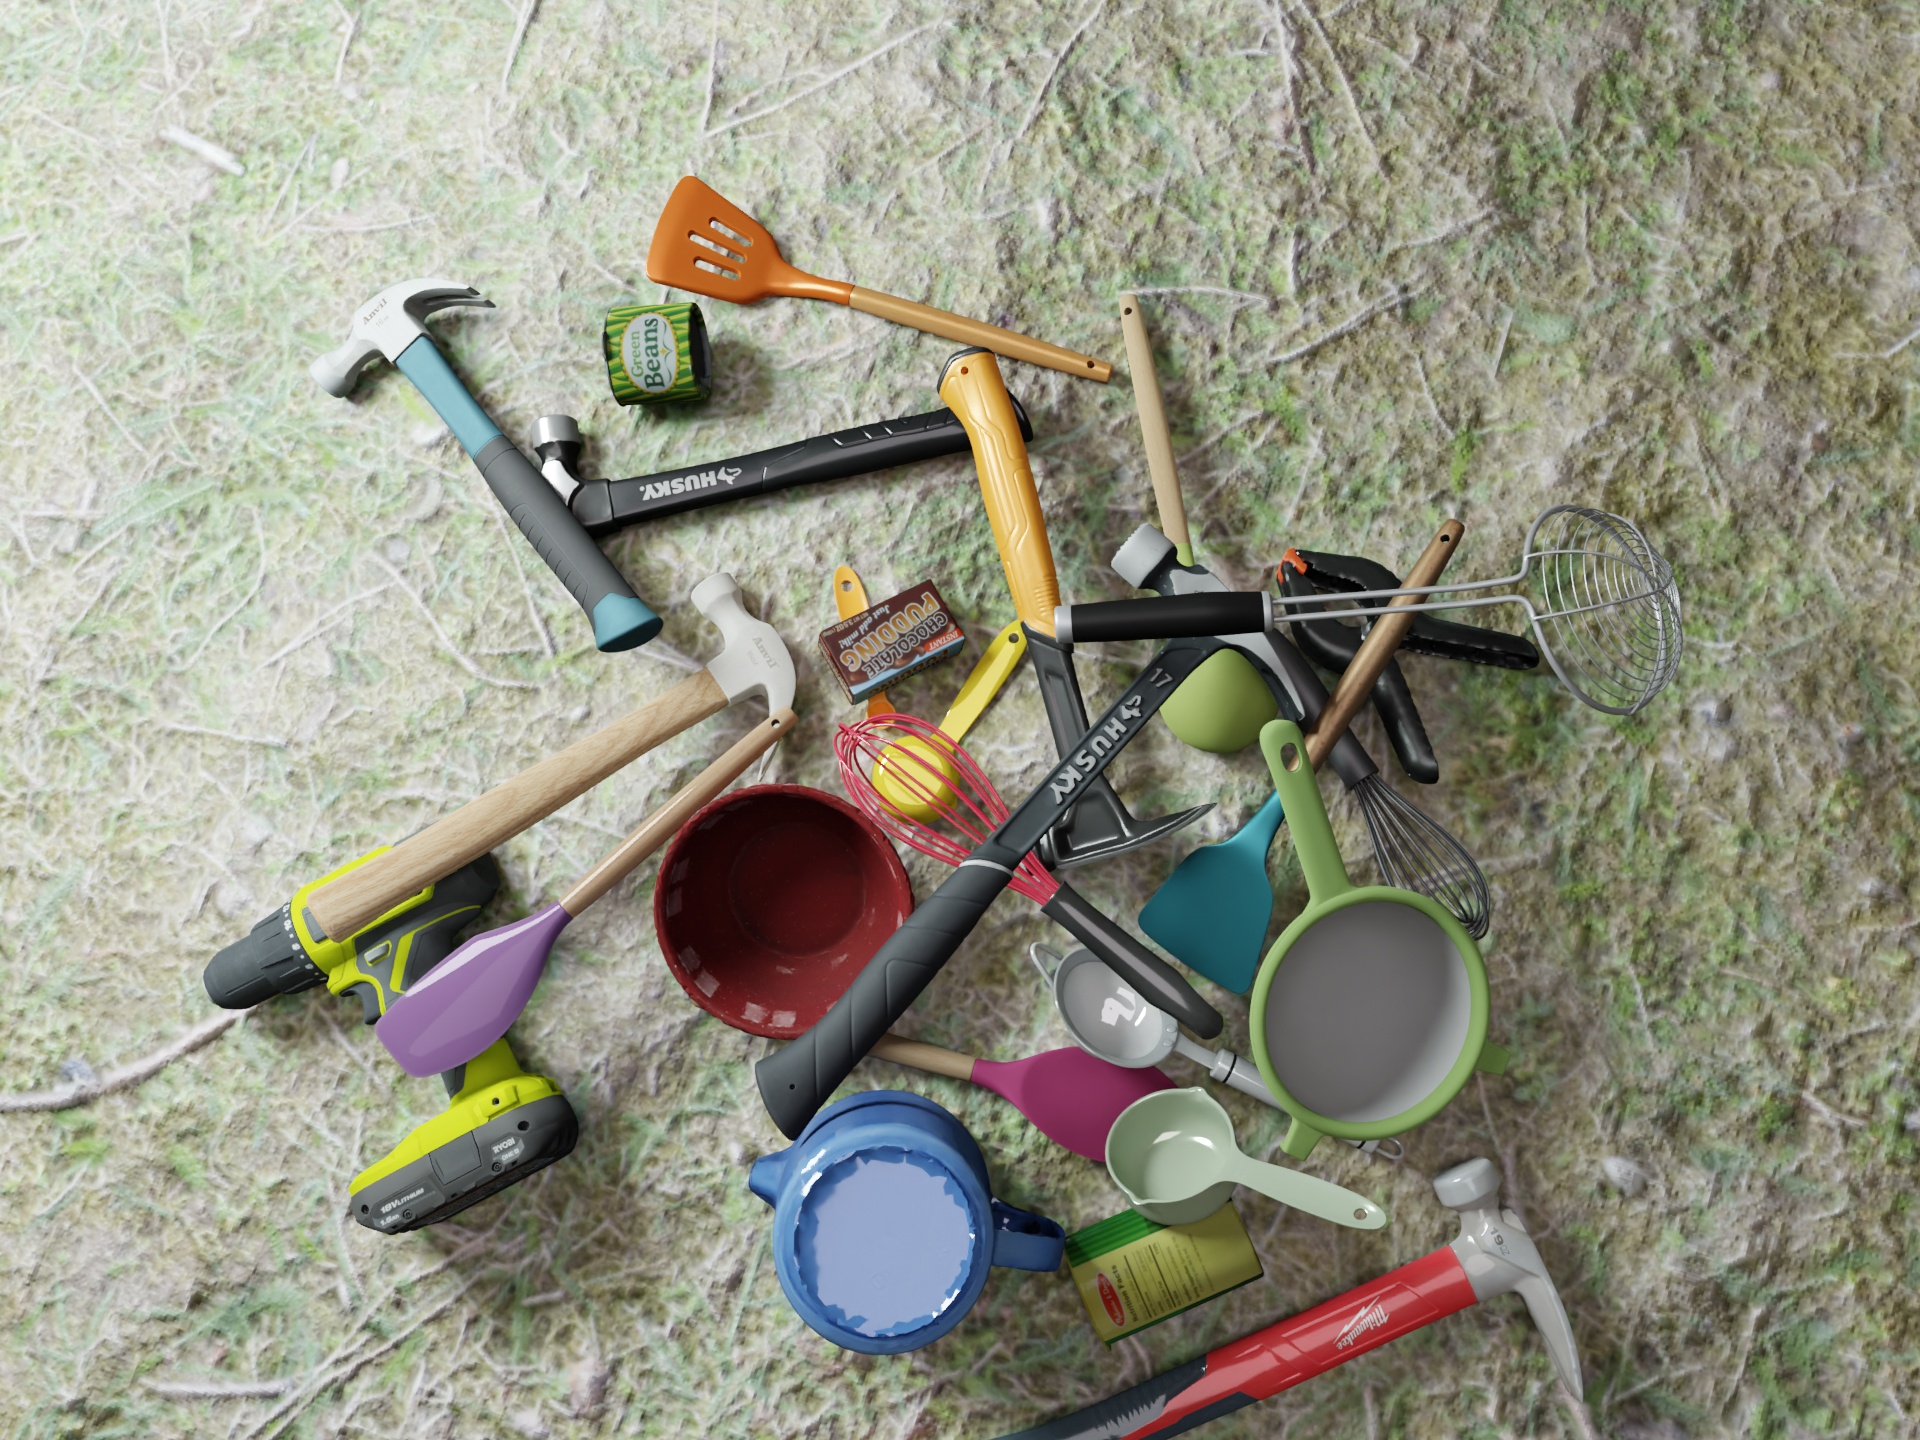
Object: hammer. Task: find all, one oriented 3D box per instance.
[{"bbox_3d":[-0.117,-0.165,1.065,0.335,0.035,0.146,-12,78,2],"label":"hammer"},{"bbox_3d":[0.167,0.402,0.938,0.386,0.038,0.143,-24,80,0],"label":"hammer"},{"bbox_3d":[0.056,-0.078,1.004,0.127,0.034,0.337,-18,83,23],"label":"hammer"},{"bbox_3d":[0.032,0.075,0.916,0.149,0.036,0.409,41,78,6],"label":"hammer"},{"bbox_3d":[-0.249,0.038,1.001,0.331,0.031,0.130,-33,79,-17],"label":"hammer"},{"bbox_3d":[-0.304,-0.168,1.053,0.128,0.033,0.331,-43,71,7],"label":"hammer"}]

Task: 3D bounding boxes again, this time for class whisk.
[{"bbox_3d":[0.041,0.093,0.963,0.296,0.073,0.073,39,85,6],"label":"whisk"},{"bbox_3d":[0.251,0.037,0.995,0.055,0.055,0.239,-32,74,-1],"label":"whisk"}]

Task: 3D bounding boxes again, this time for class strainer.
[{"bbox_3d":[0.152,0.210,0.973,0.258,0.050,0.087,26,39,4],"label":"strainer"},{"bbox_3d":[0.216,0.119,0.945,0.151,0.069,0.256,-20,97,-10],"label":"strainer"}]

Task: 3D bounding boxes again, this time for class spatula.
[{"bbox_3d":[0.220,0.015,0.976,0.082,0.044,0.317,33,90,23],"label":"spatula"},{"bbox_3d":[-0.052,-0.284,1.078,0.322,0.041,0.081,18,81,7],"label":"spatula"},{"bbox_3d":[-0.220,0.100,0.973,0.316,0.018,0.060,-42,82,-9],"label":"spatula"}]

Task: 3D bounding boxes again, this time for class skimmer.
[{"bbox_3d":[0.238,-0.057,0.927,0.363,0.090,0.127,-4,74,5],"label":"skimmer"}]

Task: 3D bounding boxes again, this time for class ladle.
[{"bbox_3d":[0.143,-0.133,1.038,0.078,0.062,0.320,-18,70,25],"label":"ladle"}]

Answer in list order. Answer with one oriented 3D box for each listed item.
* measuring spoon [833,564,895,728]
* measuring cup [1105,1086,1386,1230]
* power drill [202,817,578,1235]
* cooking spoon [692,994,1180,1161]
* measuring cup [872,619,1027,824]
[{"bbox_3d":[-0.065,-0.048,1.054,0.021,0.011,0.117,-13,75,-8],"label":"measuring spoon"},{"bbox_3d":[0.162,0.264,0.900,0.168,0.038,0.083,11,49,34],"label":"measuring cup"},{"bbox_3d":[-0.358,0.198,1.001,0.190,0.080,0.229,-28,76,-2],"label":"power drill"},{"bbox_3d":[-0.016,0.212,0.997,0.319,0.017,0.069,14,67,7],"label":"cooking spoon"},{"bbox_3d":[-0.002,-0.003,1.028,0.062,0.029,0.156,33,85,10],"label":"measuring cup"}]
